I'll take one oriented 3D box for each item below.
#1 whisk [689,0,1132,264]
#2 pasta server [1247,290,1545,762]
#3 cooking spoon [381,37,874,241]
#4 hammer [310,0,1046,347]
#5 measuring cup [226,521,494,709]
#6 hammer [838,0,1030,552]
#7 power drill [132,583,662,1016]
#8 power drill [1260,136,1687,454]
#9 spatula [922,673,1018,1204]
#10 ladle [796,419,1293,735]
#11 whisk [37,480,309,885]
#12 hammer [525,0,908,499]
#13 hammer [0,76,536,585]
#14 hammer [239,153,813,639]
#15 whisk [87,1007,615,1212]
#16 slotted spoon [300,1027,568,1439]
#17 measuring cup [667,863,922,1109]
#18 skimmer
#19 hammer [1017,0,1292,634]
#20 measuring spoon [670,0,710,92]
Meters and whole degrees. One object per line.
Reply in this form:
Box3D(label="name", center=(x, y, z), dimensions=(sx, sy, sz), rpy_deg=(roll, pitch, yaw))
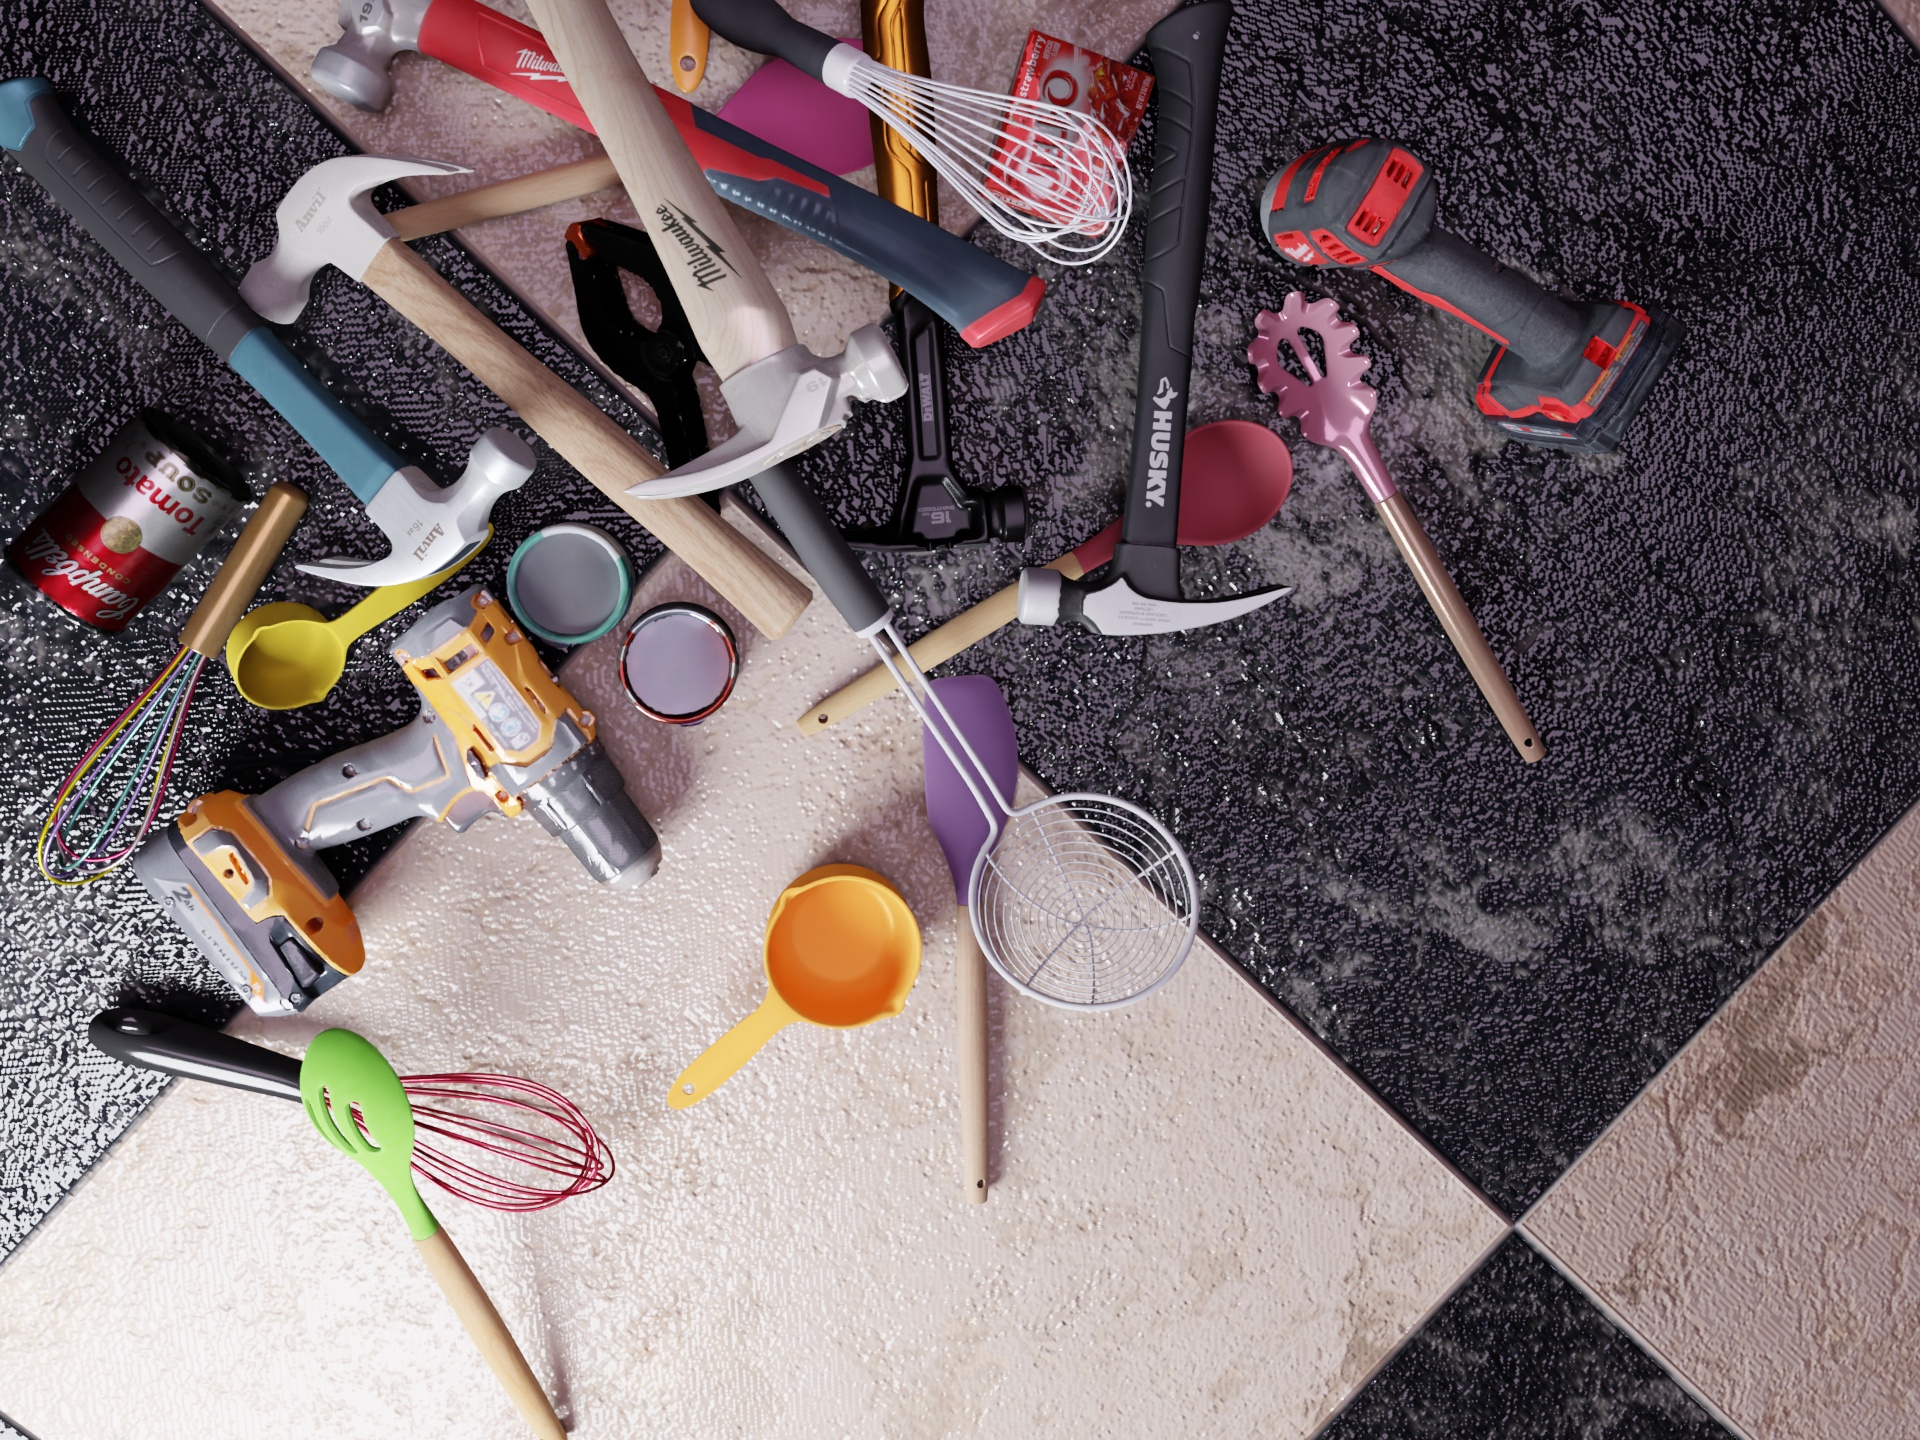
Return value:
Box3D(label="whisk", center=(-0.031, -0.309, 0.785), dimensions=(0.285, 0.070, 0.070), rpy_deg=(36, 93, 21))
Box3D(label="pasta server", center=(0.259, -0.105, 0.916), dimensions=(0.060, 0.040, 0.316), rpy_deg=(-30, 102, 15))
Box3D(label="cooking spoon", center=(-0.176, -0.297, 0.848), dimensions=(0.319, 0.017, 0.068), rpy_deg=(-17, 105, -5))
Box3D(label="hammer", center=(-0.128, -0.307, 0.811), dimensions=(0.386, 0.038, 0.143), rpy_deg=(26, 92, 1))
Box3D(label="measuring cup", center=(-0.322, -0.066, 0.856), dimensions=(0.156, 0.029, 0.062), rpy_deg=(-38, 143, -14))
Box3D(label="hammer", center=(-0.034, -0.259, 0.853), dimensions=(0.127, 0.034, 0.337), rpy_deg=(-5, 101, -7))
Box3D(label="power drill", center=(-0.291, 0.063, 0.855), dimensions=(0.226, 0.084, 0.185), rpy_deg=(-37, 102, -5))
Box3D(label="power drill", center=(0.261, -0.233, 0.854), dimensions=(0.219, 0.143, 0.078), rpy_deg=(28, 98, -16))
Box3D(label="spatula", center=(0.008, 0.130, 0.926), dimensions=(0.059, 0.018, 0.316), rpy_deg=(-4, 99, -23))
Box3D(label="ladle", center=(0.045, -0.075, 0.900), dimensions=(0.315, 0.031, 0.069), rpy_deg=(-31, 104, 0))
Box3D(label="whisk", center=(-0.417, -0.019, 0.850), dimensions=(0.047, 0.051, 0.245), rpy_deg=(31, 89, -31))
Box3D(label="hammer", center=(-0.181, -0.310, 0.775), dimensions=(0.146, 0.038, 0.410), rpy_deg=(-27, 89, 2))
Box3D(label="hammer", center=(-0.368, -0.200, 0.803), dimensions=(0.331, 0.033, 0.128), rpy_deg=(45, 110, 0))
Box3D(label="hammer", center=(-0.210, -0.163, 0.830), dimensions=(0.331, 0.031, 0.130), rpy_deg=(41, 114, -9))
Box3D(label="whisk", center=(-0.334, 0.208, 0.878), dimensions=(0.296, 0.073, 0.073), rpy_deg=(17, 95, -4))
Box3D(label="slotted spoon", center=(-0.279, 0.297, 0.868), dimensions=(0.070, 0.031, 0.313), rpy_deg=(-4, 120, 25))
Box3D(label="measuring cup", center=(-0.099, 0.153, 0.901), dimensions=(0.173, 0.052, 0.095), rpy_deg=(-42, 100, 2))
Box3D(label="skimmer", center=(-0.001, -0.003, 0.848), dimensions=(0.127, 0.090, 0.363), rpy_deg=(-40, 109, -16))
Box3D(label="hammer", center=(0.117, -0.212, 0.856), dimensions=(0.146, 0.035, 0.335), rpy_deg=(4, 97, -3))
Box3D(label="measuring spoon", center=(-0.142, -0.394, 0.842), dimensions=(0.021, 0.011, 0.117), rpy_deg=(4, 97, -7))
